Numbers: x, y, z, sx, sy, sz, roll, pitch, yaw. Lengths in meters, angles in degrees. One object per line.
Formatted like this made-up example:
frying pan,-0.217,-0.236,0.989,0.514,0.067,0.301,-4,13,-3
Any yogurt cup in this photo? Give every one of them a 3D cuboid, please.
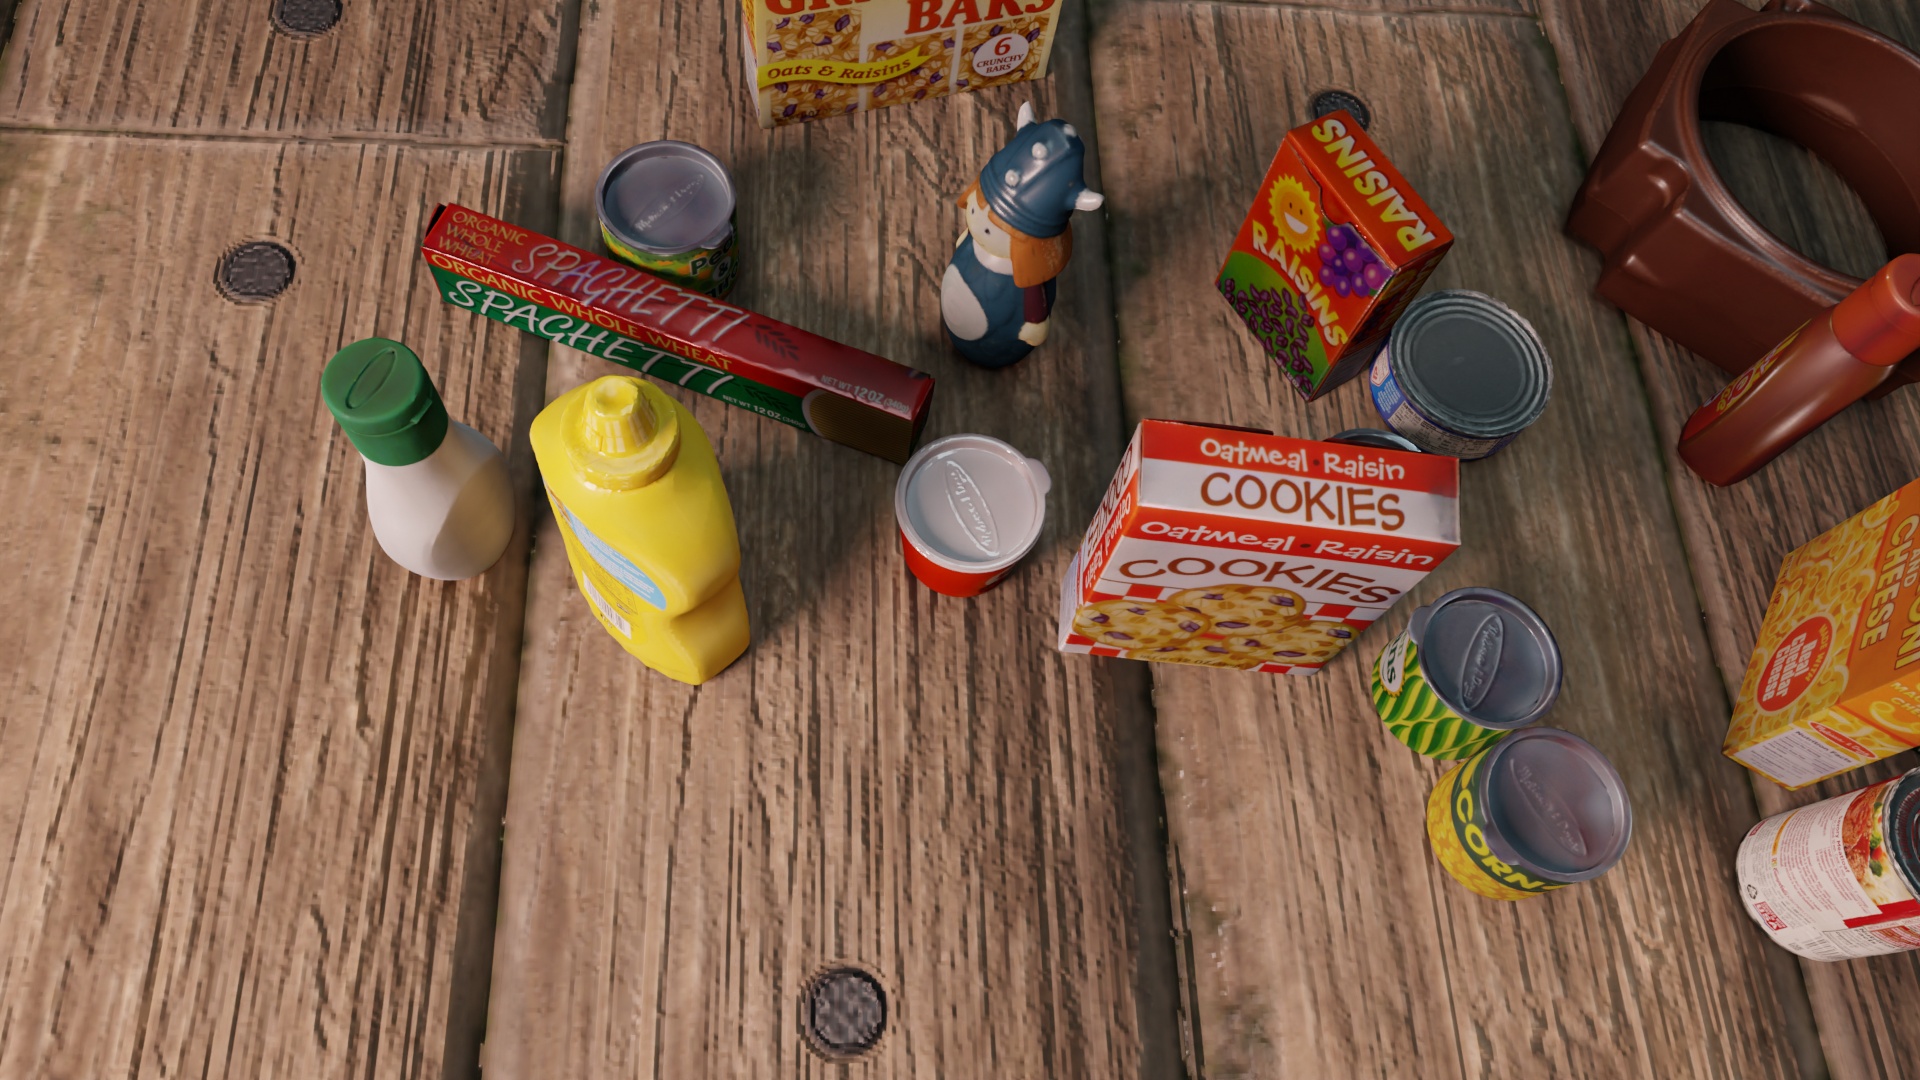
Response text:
yogurt cup,0.002,-0.008,0.640,0.072,0.053,0.072,3,66,-6

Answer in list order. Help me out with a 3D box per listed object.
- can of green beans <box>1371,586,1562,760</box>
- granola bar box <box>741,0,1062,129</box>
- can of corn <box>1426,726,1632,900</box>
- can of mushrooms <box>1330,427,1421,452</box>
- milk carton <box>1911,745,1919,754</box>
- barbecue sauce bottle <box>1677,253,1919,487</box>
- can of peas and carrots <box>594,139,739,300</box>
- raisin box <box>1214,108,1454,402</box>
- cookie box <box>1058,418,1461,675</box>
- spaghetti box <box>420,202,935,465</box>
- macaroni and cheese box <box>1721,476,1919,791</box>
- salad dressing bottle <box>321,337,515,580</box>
can of green beans,0.229,0.062,0.635,0.071,0.057,0.071,3,66,-6
granola bar box,-0.029,-0.281,0.718,0.166,0.123,0.039,-14,69,-13
can of corn,0.245,0.123,0.610,0.071,0.058,0.071,3,66,-6
can of mushrooms,0.200,-0.017,0.679,0.071,0.033,0.071,3,66,-6
milk carton,0.485,0.035,0.604,0.072,0.189,0.074,31,67,7
barbecue sauce bottle,0.412,-0.081,0.670,0.065,0.148,0.044,-40,77,-20
can of peas and carrots,-0.140,-0.151,0.683,0.071,0.058,0.071,3,66,-6
raisin box,0.177,-0.136,0.679,0.040,0.123,0.086,-27,72,-17
cookie box,0.116,0.009,0.584,0.123,0.166,0.040,6,66,-4
spaghetti box,-0.135,-0.098,0.665,0.250,0.050,0.029,20,66,2
macaroni and cheese box,0.418,0.031,0.611,0.040,0.165,0.124,29,67,6
salad dressing bottle,-0.221,-0.031,0.572,0.044,0.147,0.064,25,66,4
